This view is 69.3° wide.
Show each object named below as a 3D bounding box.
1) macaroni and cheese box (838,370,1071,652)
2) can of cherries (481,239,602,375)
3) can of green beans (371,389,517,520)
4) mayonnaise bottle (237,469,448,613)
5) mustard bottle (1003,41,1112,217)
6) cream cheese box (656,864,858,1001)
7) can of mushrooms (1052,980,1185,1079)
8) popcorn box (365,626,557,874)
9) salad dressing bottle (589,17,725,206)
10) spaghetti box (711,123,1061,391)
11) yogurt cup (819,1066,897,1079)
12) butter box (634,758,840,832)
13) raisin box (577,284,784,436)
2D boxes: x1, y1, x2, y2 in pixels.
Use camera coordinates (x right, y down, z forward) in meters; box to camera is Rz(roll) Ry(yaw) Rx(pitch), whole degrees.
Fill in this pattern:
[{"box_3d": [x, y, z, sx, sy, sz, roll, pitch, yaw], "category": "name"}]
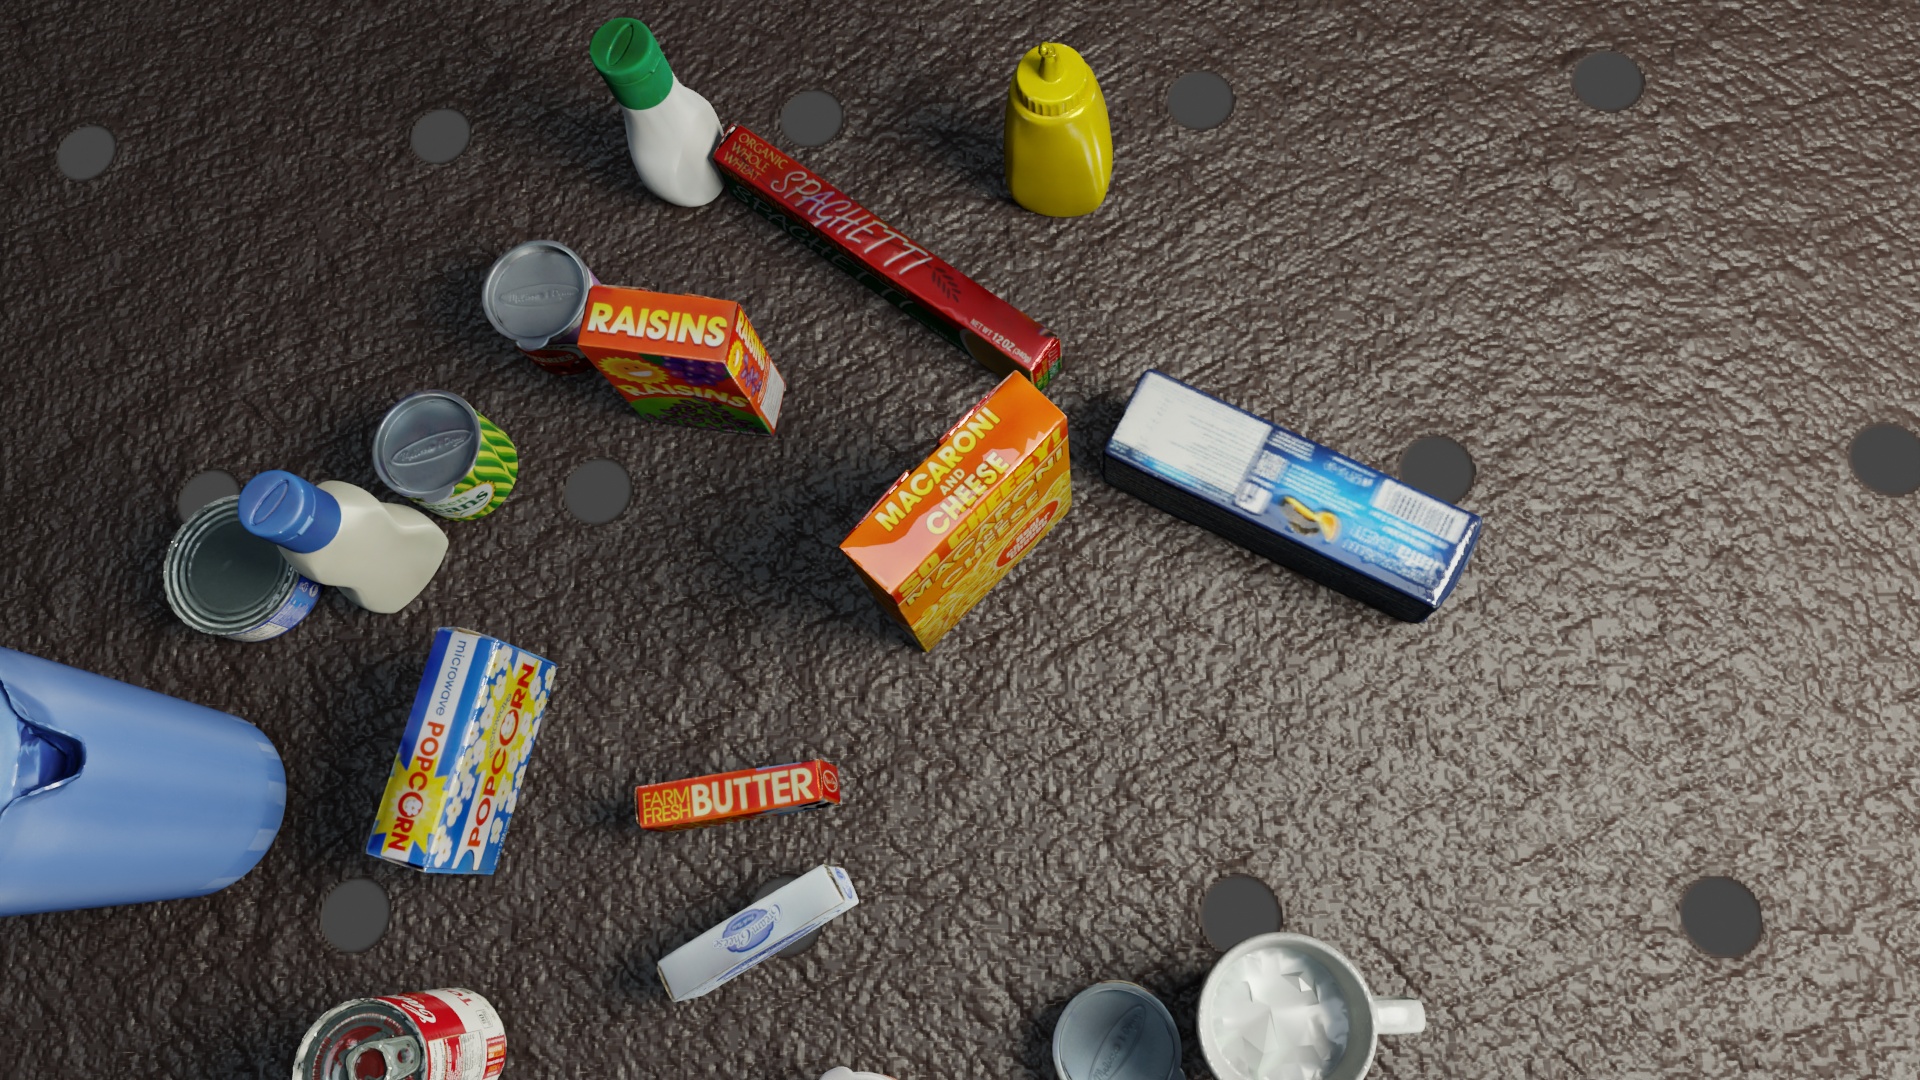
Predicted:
[{"box_3d": [0.003, -0.009, 0.738, 0.040, 0.166, 0.124, 43, 83, 14], "category": "macaroni and cheese box"}, {"box_3d": [-0.250, -0.139, 0.851, 0.071, 0.058, 0.071, -1, 75, 5], "category": "can of cherries"}, {"box_3d": [-0.308, -0.050, 0.833, 0.071, 0.057, 0.071, -1, 75, 5], "category": "can of green beans"}, {"box_3d": [-0.344, -0.002, 0.777, 0.041, 0.147, 0.065, 33, 81, 12], "category": "mayonnaise bottle"}, {"box_3d": [0.055, -0.241, 0.799, 0.065, 0.160, 0.049, 5, 76, 7], "category": "mustard bottle"}, {"box_3d": [-0.107, 0.210, 0.748, 0.104, 0.053, 0.024, -30, 75, -3], "category": "cream cheese box"}, {"box_3d": [0.084, 0.266, 0.726, 0.071, 0.033, 0.071, -1, 75, 5], "category": "can of mushrooms"}, {"box_3d": [-0.273, 0.118, 0.771, 0.038, 0.085, 0.127, 12, 77, 8], "category": "popcorn box"}, {"box_3d": [-0.179, -0.253, 0.829, 0.044, 0.147, 0.064, 20, 78, 10], "category": "salad dressing bottle"}, {"box_3d": [-0.047, -0.171, 0.846, 0.250, 0.050, 0.029, 36, 81, 13], "category": "spaghetti box"}, {"box_3d": [-0.048, 0.307, 0.716, 0.072, 0.054, 0.072, -1, 75, 5], "category": "yogurt cup"}, {"box_3d": [-0.122, 0.142, 0.768, 0.103, 0.053, 0.024, -9, 75, 3], "category": "butter box"}, {"box_3d": [-0.157, -0.102, 0.799, 0.086, 0.123, 0.040, 8, 77, 7], "category": "raisin box"}]
